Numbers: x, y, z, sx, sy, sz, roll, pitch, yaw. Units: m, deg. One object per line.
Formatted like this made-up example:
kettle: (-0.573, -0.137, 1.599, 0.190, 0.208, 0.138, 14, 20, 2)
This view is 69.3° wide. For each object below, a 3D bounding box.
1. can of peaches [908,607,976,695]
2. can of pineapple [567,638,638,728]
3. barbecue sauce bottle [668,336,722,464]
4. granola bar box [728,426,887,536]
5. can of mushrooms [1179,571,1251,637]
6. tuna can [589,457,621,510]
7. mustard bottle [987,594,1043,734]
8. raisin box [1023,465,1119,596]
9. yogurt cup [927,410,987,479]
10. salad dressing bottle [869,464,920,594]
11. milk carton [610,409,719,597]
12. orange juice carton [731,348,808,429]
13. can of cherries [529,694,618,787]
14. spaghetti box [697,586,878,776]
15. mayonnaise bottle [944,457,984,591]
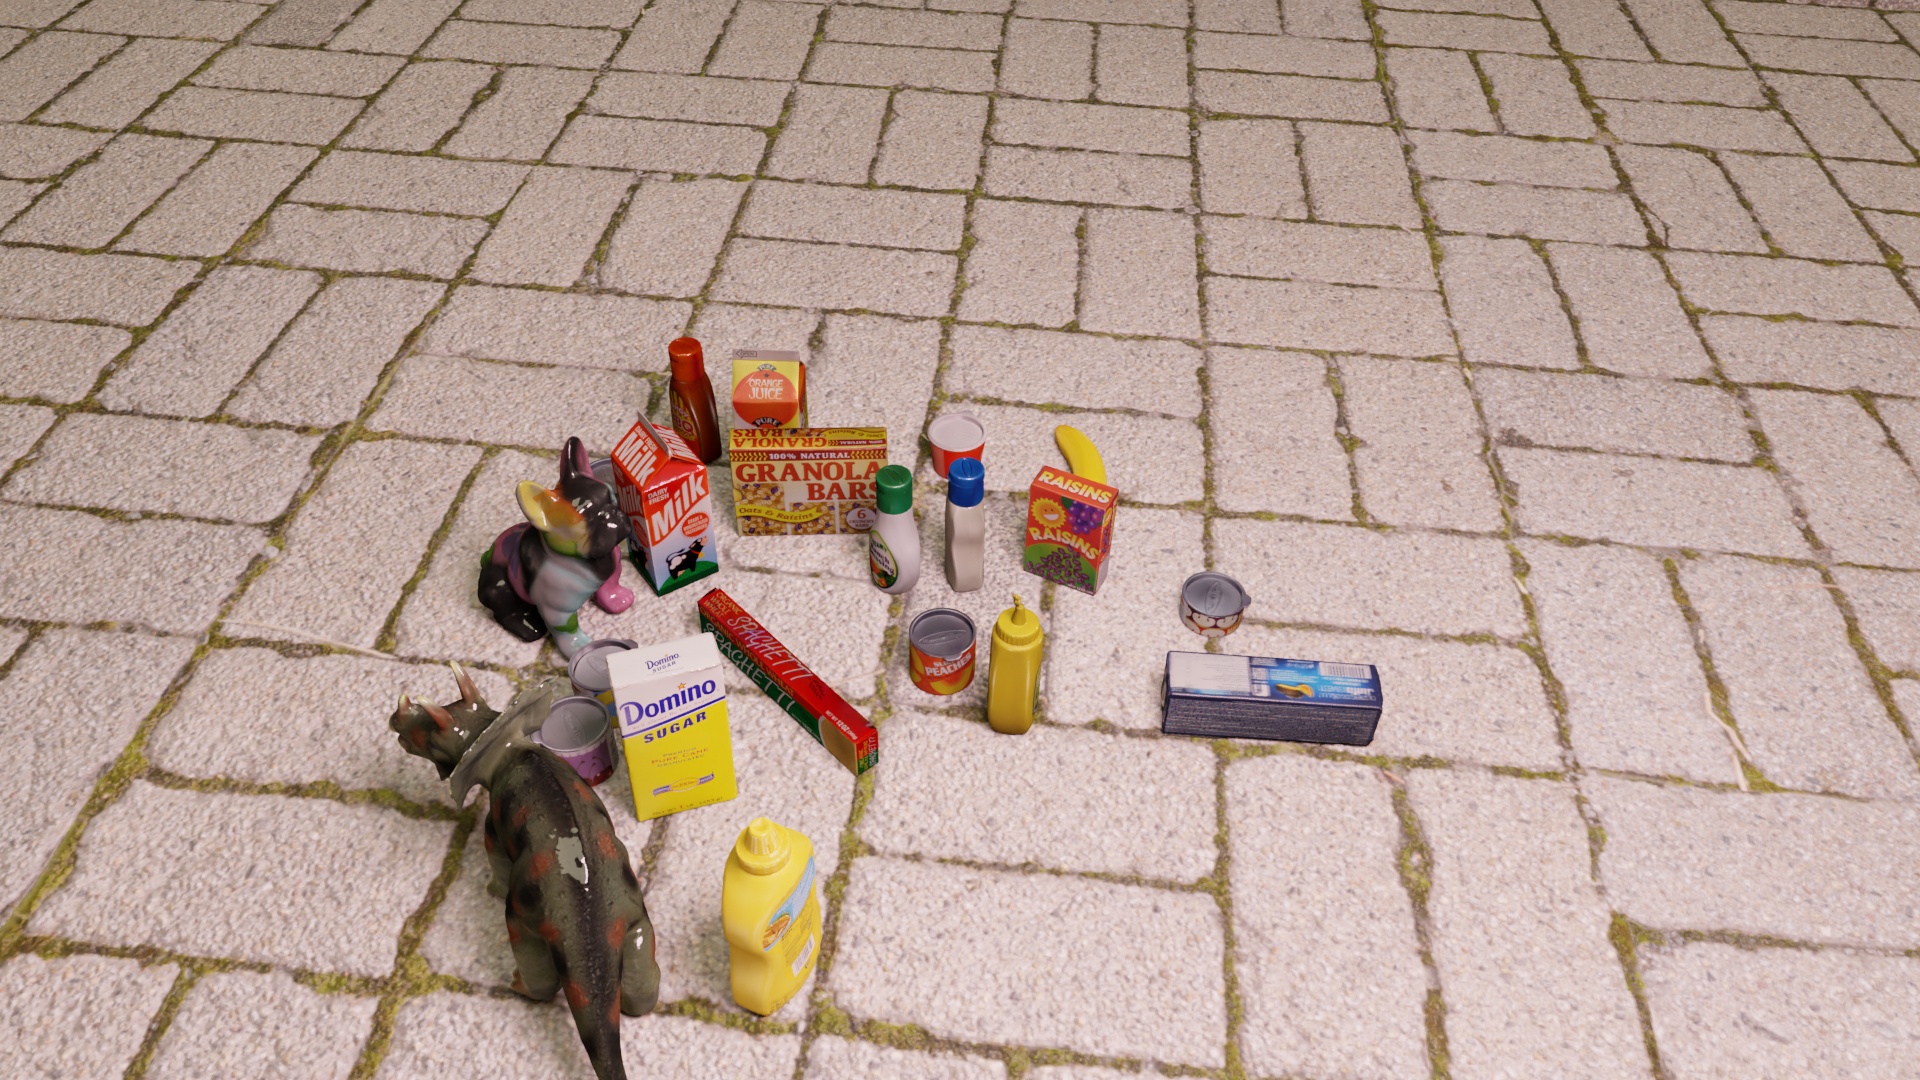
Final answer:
can of peaches: (-0.017, 0.110, 1.355, 0.071, 0.057, 0.071, 1, 43, -1)
can of pineapple: (-0.332, 0.135, 1.316, 0.071, 0.057, 0.071, 1, 43, -1)
barbecue sauce bottle: (-0.304, -0.160, 1.571, 0.044, 0.147, 0.065, -33, 53, -32)
granola bar box: (-0.160, -0.062, 1.488, 0.166, 0.123, 0.039, -1, 43, -4)
can of mushrooms: (0.262, 0.066, 1.431, 0.071, 0.033, 0.071, 1, 43, -1)
tuna can: (-0.386, -0.060, 1.545, 0.071, 0.032, 0.071, 1, 43, -1)
mustard bottle: (0.051, 0.110, 1.283, 0.049, 0.159, 0.066, 6, 43, 5)
raisin box: (0.114, -0.010, 1.443, 0.086, 0.122, 0.040, 20, 46, 19)
yogurt cup: (-0.004, -0.106, 1.593, 0.072, 0.053, 0.073, 1, 43, -1)
salad dressing bottle: (-0.068, -0.011, 1.419, 0.044, 0.146, 0.064, -25, 49, -26)
milk carton: (-0.301, -0.041, 1.411, 0.074, 0.189, 0.072, -25, 49, -26)
orange juice carton: (-0.205, -0.129, 1.509, 0.072, 0.191, 0.073, 1, 43, -1)
can of cherries: (-0.350, 0.184, 1.261, 0.071, 0.058, 0.072, 1, 43, -1)
spaghetti box: (-0.169, 0.132, 1.332, 0.029, 0.049, 0.250, -32, 52, -31)
mayonnaise bottle: (0.005, -0.018, 1.429, 0.041, 0.147, 0.065, -6, 43, -8)
